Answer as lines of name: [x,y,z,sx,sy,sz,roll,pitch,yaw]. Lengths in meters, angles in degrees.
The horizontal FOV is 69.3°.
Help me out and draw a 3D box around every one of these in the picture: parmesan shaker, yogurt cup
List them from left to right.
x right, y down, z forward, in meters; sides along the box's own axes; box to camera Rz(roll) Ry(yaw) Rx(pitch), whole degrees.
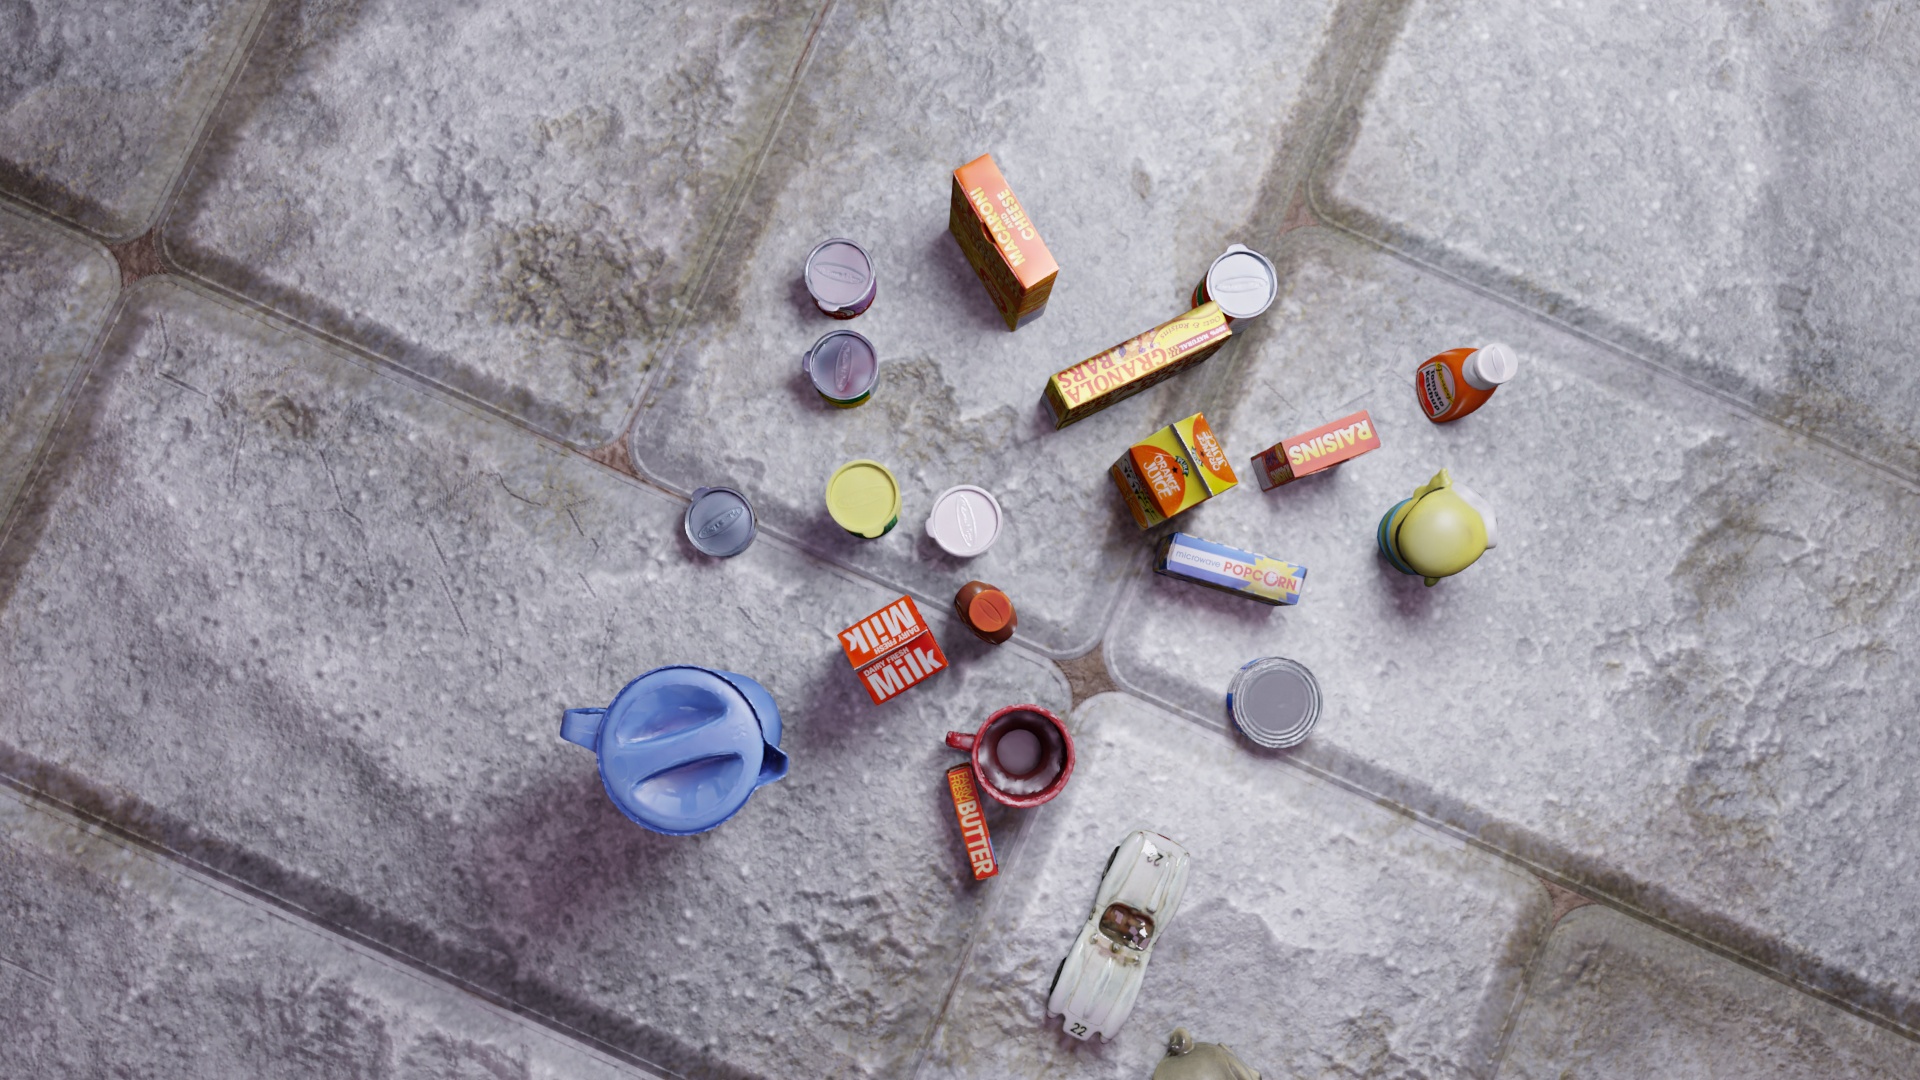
parmesan shaker: [-0.087,-0.034,1.288,0.071,0.103,0.071,0,86,-1]
yogurt cup: [0.005,-0.016,1.313,0.072,0.054,0.072,0,86,-1]

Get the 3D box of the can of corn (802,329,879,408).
can of corn: [-0.112,-0.162,1.320,0.071,0.058,0.071,0,86,-1]

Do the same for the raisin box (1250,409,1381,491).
raisin box: [0.328,-0.081,1.292,0.086,0.123,0.040,-20,87,-3]

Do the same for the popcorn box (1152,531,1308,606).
popcorn box: [0.250,0.027,1.300,0.127,0.085,0.038,15,86,0]

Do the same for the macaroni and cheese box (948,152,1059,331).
macaroni and cheese box: [0.037,-0.269,1.278,0.040,0.166,0.123,-31,87,-3]

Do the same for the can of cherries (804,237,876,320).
can of cherries: [-0.115,-0.247,1.327,0.071,0.058,0.071,0,86,-1]

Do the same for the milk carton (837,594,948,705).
milk carton: [-0.059,0.097,1.234,0.072,0.190,0.073,-30,87,-3]

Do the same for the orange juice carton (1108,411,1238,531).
orange juice carton: [0.192,-0.061,1.252,0.073,0.192,0.072,-27,87,-3]

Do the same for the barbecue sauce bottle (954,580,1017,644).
barbecue sauce bottle: [0.024,0.065,1.260,0.044,0.148,0.065,-43,88,-4]

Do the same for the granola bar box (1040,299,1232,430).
granola bar box: [0.161,-0.160,1.294,0.166,0.124,0.039,-25,87,-3]

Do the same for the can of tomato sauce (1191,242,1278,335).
can of tomato sauce: [0.259,-0.237,1.323,0.071,0.083,0.071,0,86,-1]

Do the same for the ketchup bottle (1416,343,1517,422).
ketchup bottle: [0.470,-0.151,1.288,0.043,0.148,0.064,-14,86,-2]

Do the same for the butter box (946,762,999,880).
butter box: [0.011,0.260,1.291,0.024,0.053,0.103,-15,86,-2]

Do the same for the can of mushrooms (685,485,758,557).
can of mushrooms: [-0.227,-0.019,1.318,0.071,0.033,0.071,0,85,-1]
